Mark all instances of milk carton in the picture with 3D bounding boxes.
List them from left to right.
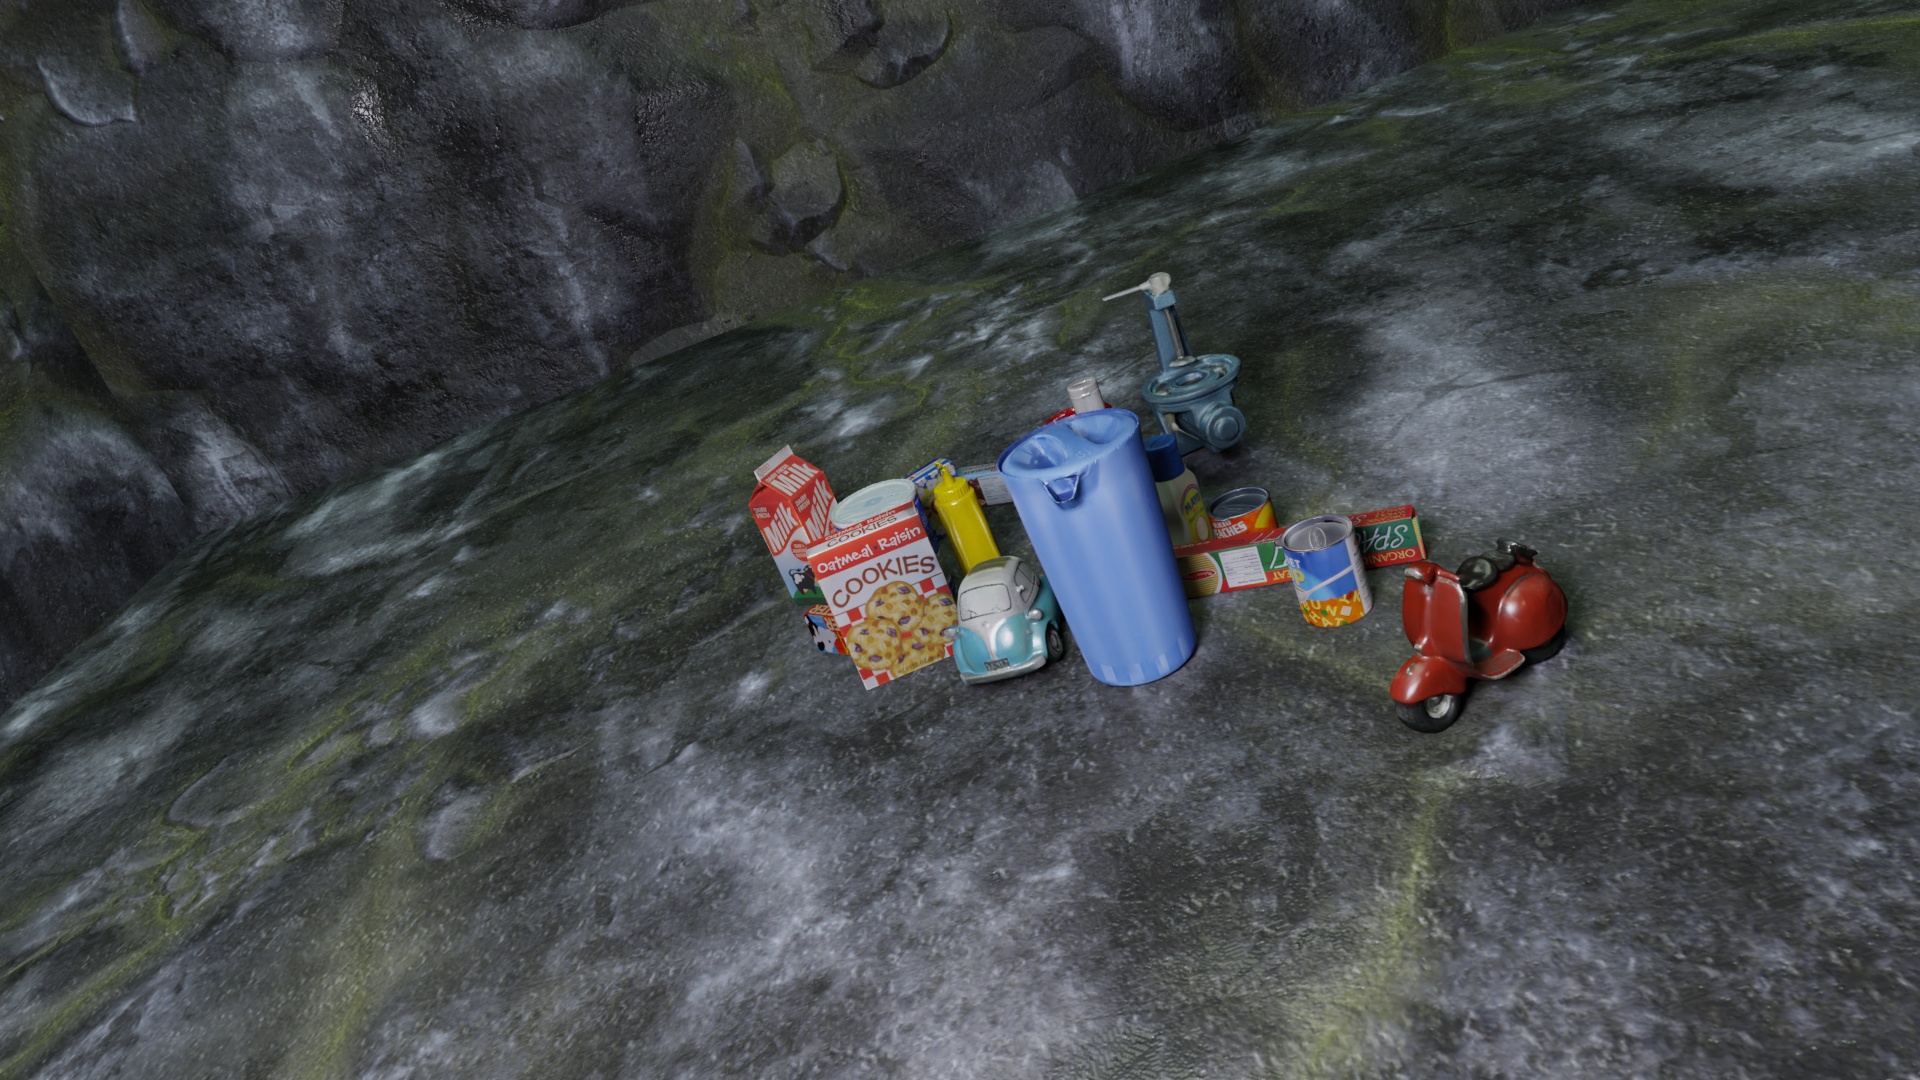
[{"bbox_3d":[-0.192,-0.018,1.694,0.073,0.190,0.073,-4,28,36],"label":"milk carton"}]

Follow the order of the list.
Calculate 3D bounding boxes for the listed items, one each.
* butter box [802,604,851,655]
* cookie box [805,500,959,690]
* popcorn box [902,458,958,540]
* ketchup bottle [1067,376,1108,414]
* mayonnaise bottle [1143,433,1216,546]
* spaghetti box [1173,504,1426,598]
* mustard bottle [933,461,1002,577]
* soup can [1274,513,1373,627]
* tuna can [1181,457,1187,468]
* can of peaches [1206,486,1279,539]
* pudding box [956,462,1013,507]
[{"bbox_3d":[-0.126,0.101,1.549,0.103,0.053,0.024,2,32,44],"label":"butter box"},{"bbox_3d":[-0.074,0.058,1.453,0.123,0.167,0.040,-22,22,-1],"label":"cookie box"},{"bbox_3d":[-0.052,-0.038,1.750,0.127,0.085,0.038,-33,25,-25],"label":"popcorn box"},{"bbox_3d":[0.168,-0.121,1.660,0.065,0.148,0.044,-20,23,5],"label":"ketchup bottle"},{"bbox_3d":[0.224,-0.036,1.425,0.041,0.147,0.065,0,31,42],"label":"mayonnaise bottle"},{"bbox_3d":[0.323,0.013,1.355,0.250,0.050,0.029,-11,25,24],"label":"spaghetti box"},{"bbox_3d":[0.006,-0.020,1.563,0.049,0.159,0.065,-25,23,-7],"label":"mustard bottle"},{"bbox_3d":[0.333,0.028,1.270,0.071,0.083,0.071,-18,23,8],"label":"soup can"},{"bbox_3d":[0.235,-0.069,1.635,0.071,0.032,0.071,-18,23,8],"label":"tuna can"},{"bbox_3d":[0.292,-0.014,1.431,0.071,0.058,0.071,-18,23,8],"label":"can of peaches"},{"bbox_3d":[0.035,-0.072,1.794,0.083,0.049,0.030,-7,27,31],"label":"pudding box"}]
